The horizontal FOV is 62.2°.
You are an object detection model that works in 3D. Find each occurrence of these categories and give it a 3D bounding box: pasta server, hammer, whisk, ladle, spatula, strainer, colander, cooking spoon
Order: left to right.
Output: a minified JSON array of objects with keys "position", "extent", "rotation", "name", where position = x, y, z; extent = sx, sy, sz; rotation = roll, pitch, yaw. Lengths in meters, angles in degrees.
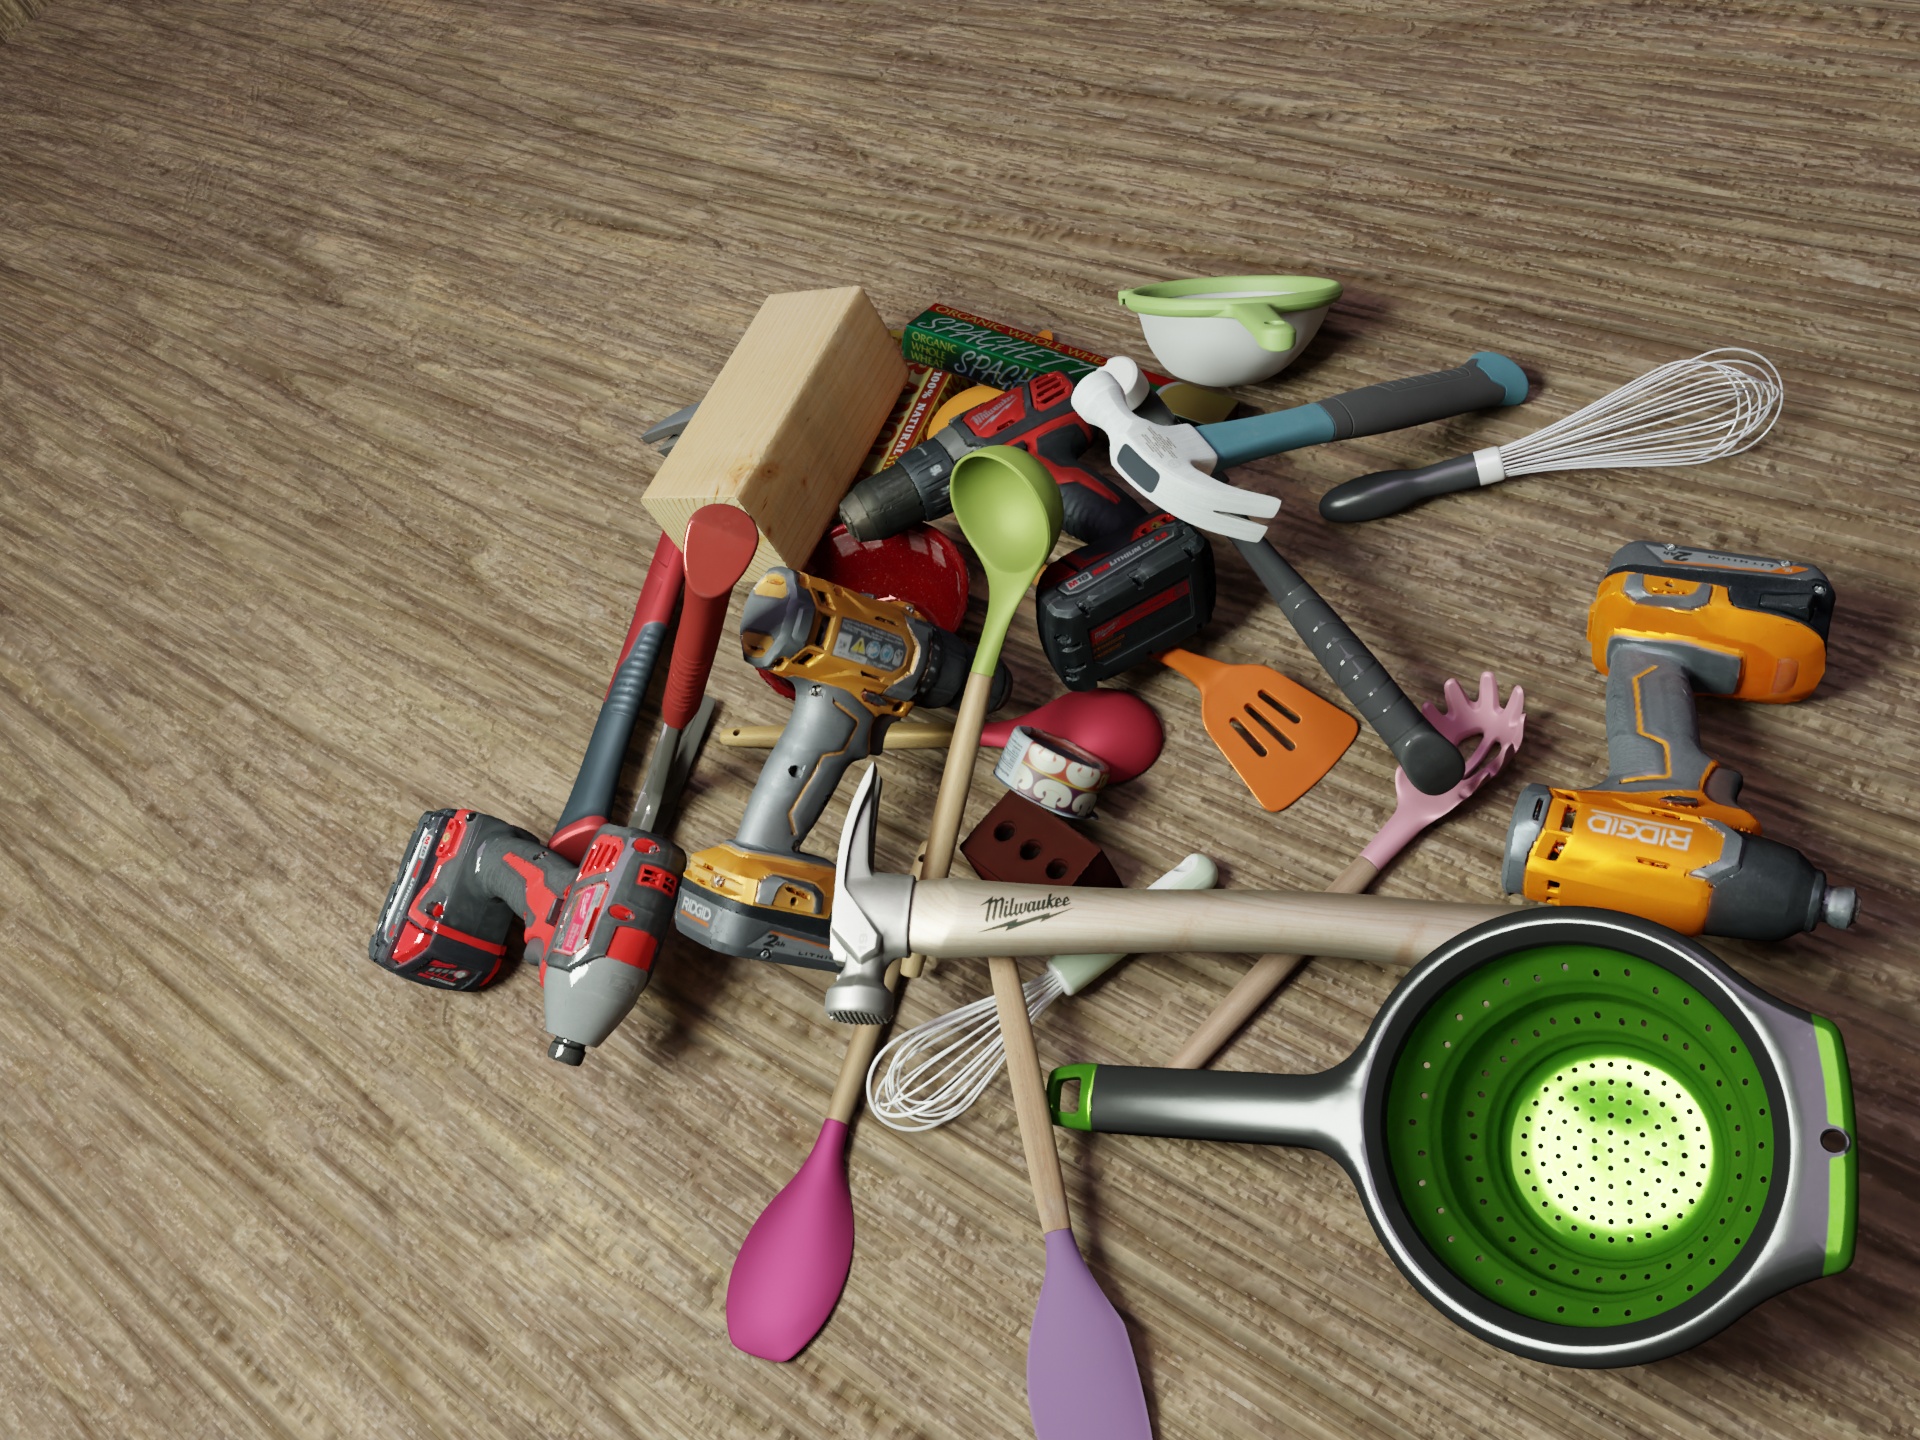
[{"position":[-0.238,-0.074,1.180],"extent":[0.143,0.038,0.387],"rotation":[-9,57,42],"name":"hammer"},{"position":[-0.162,-0.028,0.957],"extent":[0.036,0.359,0.149],"rotation":[19,61,-7],"name":"hammer"},{"position":[-0.065,0.214,0.943],"extent":[0.069,0.017,0.319],"rotation":[7,61,24],"name":"cooking spoon"},{"position":[-0.022,0.009,1.060],"extent":[0.315,0.031,0.069],"rotation":[-1,61,23],"name":"ladle"},{"position":[-0.001,-0.003,0.940],"extent":[0.078,0.062,0.320],"rotation":[17,95,44],"name":"ladle"},{"position":[0.045,0.247,0.849],"extent":[0.060,0.018,0.316],"rotation":[-16,65,11],"name":"spatula"},{"position":[0.051,0.154,0.923],"extent":[0.246,0.059,0.058],"rotation":[-35,14,-10],"name":"whisk"},{"position":[0.114,-0.053,1.052],"extent":[0.081,0.041,0.323],"rotation":[-43,49,-11],"name":"spatula"},{"position":[0.134,0.101,0.873],"extent":[0.410,0.038,0.146],"rotation":[1,68,7],"name":"hammer"},{"position":[0.193,-0.254,1.079],"extent":[0.151,0.069,0.256],"rotation":[-3,22,1],"name":"strainer"},{"position":[0.197,-0.085,0.971],"extent":[0.035,0.146,0.335],"rotation":[-39,56,12],"name":"hammer"},{"position":[0.212,0.097,0.903],"extent":[0.316,0.040,0.060],"rotation":[-45,44,-10],"name":"pasta server"},{"position":[0.232,-0.188,0.986],"extent":[0.331,0.033,0.128],"rotation":[-18,60,-30],"name":"hammer"},{"position":[0.230,0.204,0.798],"extent":[0.397,0.094,0.205],"rotation":[-6,67,35],"name":"colander"},{"position":[0.371,-0.170,1.014],"extent":[0.284,0.070,0.070],"rotation":[-14,54,18],"name":"whisk"}]

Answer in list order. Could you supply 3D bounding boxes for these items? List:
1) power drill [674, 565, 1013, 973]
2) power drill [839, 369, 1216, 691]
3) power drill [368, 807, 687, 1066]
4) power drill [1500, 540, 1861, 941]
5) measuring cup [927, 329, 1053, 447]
[{"position":[-0.065,0.036,0.972],"extent":[0.084,0.185,0.226],"rotation":[13,88,53],"name":"power drill"},{"position":[0.041,-0.124,1.039],"extent":[0.188,0.080,0.227],"rotation":[-28,53,-8],"name":"power drill"},{"position":[-0.271,0.130,0.999],"extent":[0.220,0.078,0.143],"rotation":[4,70,41],"name":"power drill"},{"position":[0.396,0.015,0.844],"extent":[0.164,0.084,0.227],"rotation":[13,56,26],"name":"power drill"},{"position":[0.033,-0.241,1.188],"extent":[0.095,0.052,0.174],"rotation":[8,63,26],"name":"measuring cup"}]
